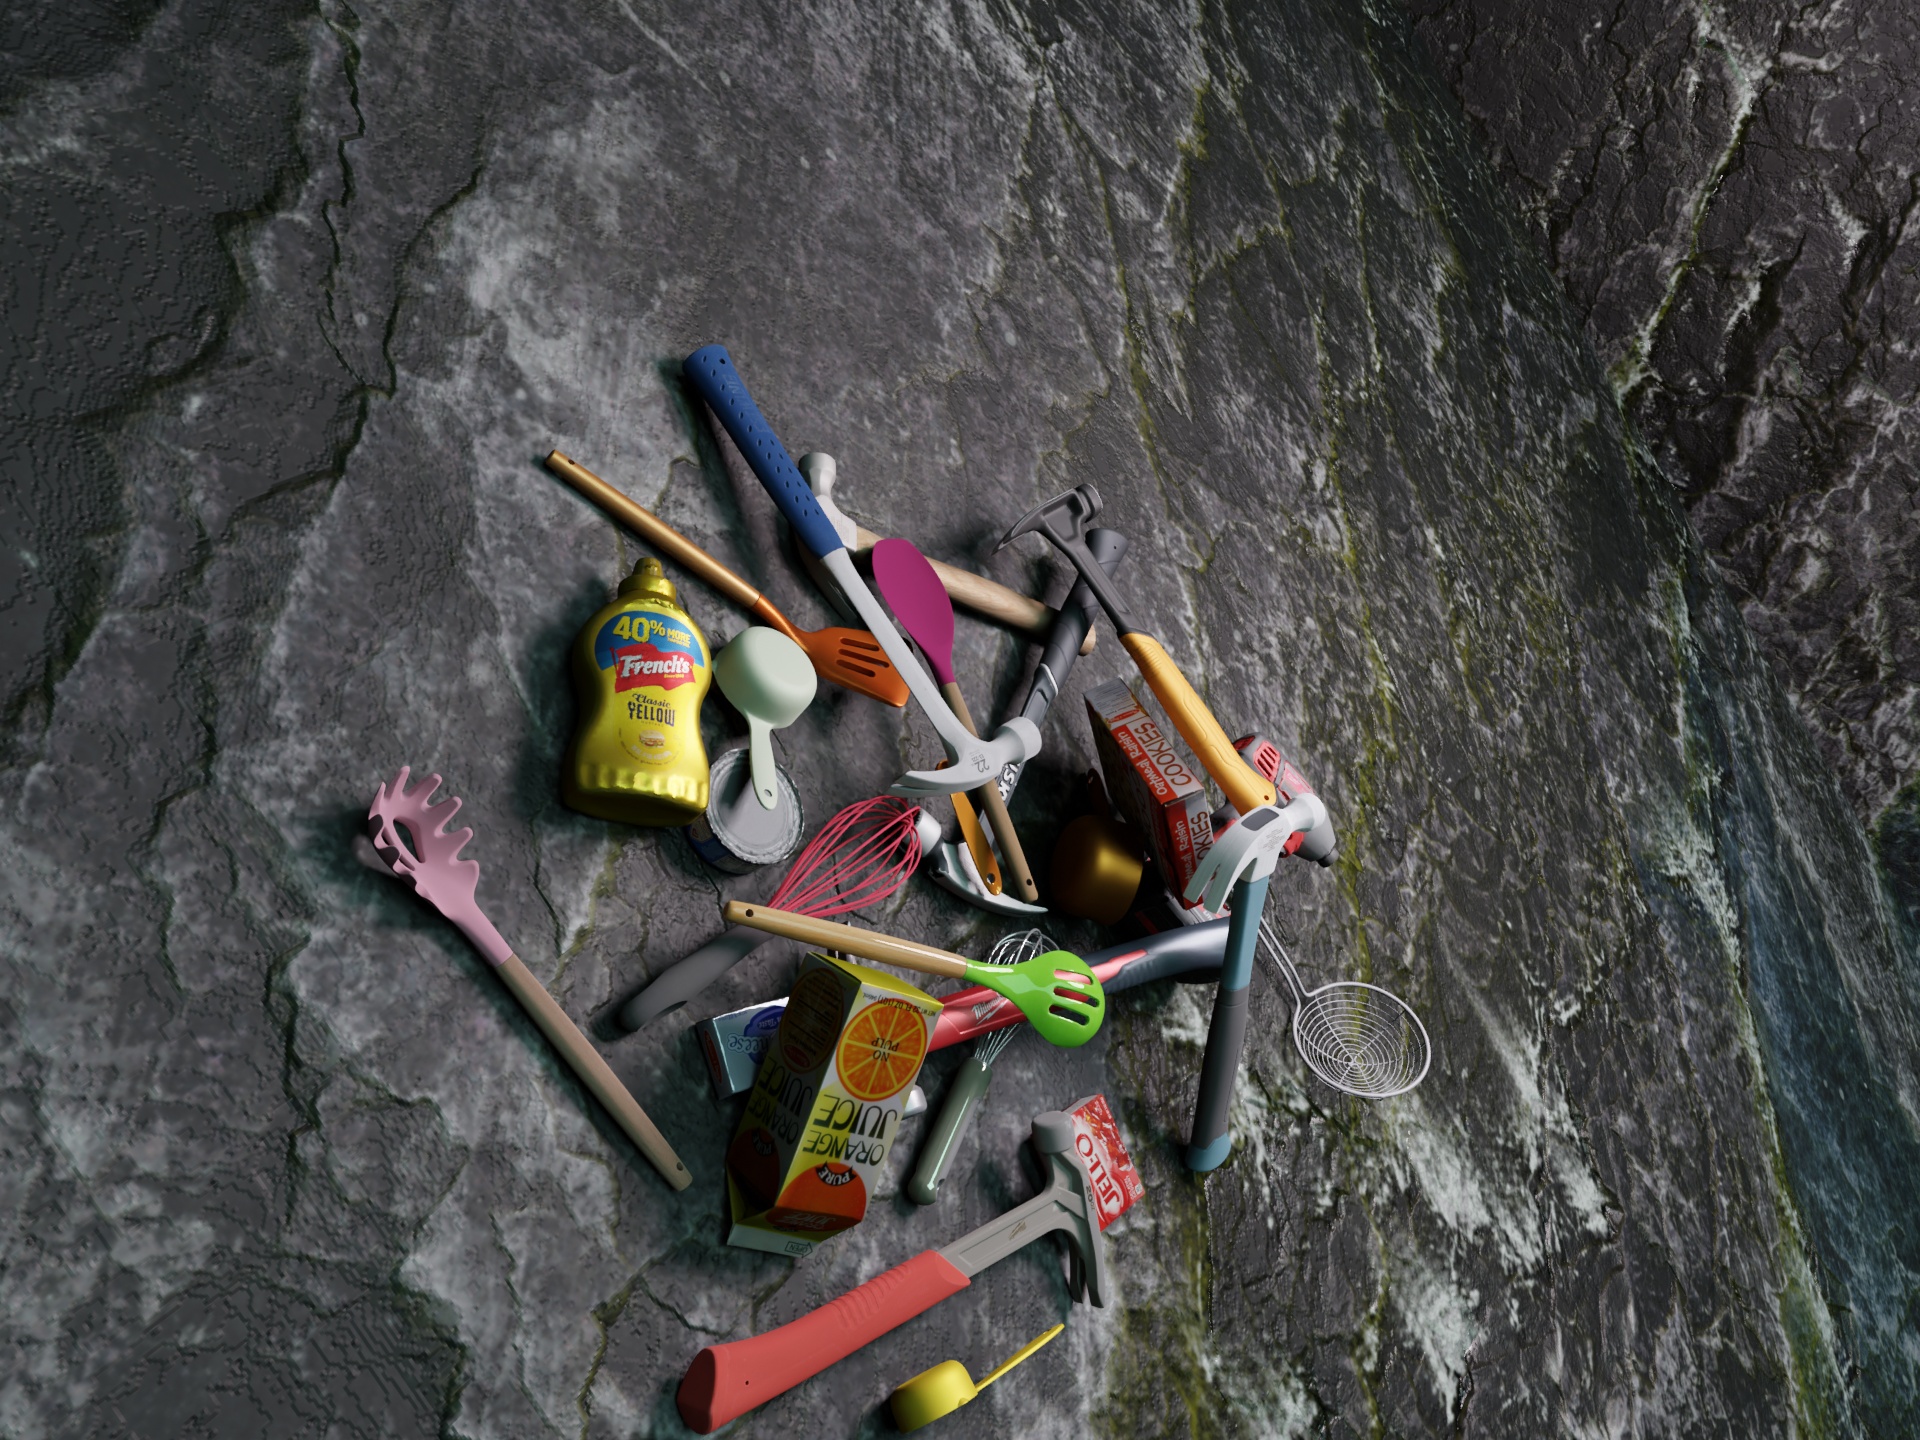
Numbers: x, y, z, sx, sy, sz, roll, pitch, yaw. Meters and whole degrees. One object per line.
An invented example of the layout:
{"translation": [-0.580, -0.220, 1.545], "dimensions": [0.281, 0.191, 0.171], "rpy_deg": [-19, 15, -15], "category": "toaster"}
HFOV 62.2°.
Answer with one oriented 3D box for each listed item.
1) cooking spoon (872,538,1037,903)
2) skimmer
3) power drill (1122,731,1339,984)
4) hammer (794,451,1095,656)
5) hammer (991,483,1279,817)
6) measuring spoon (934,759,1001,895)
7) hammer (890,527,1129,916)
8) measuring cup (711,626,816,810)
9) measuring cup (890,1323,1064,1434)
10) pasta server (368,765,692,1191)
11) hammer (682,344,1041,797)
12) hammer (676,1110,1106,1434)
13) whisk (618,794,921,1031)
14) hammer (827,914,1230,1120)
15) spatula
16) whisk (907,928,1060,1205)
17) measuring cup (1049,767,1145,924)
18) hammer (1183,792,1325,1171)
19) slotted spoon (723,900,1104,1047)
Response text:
{"translation": [-0.002, -0.004, 1.267], "dimensions": [0.068, 0.017, 0.319], "rpy_deg": [-8, 71, -42], "category": "cooking spoon"}
{"translation": [0.302, 0.191, 1.478], "dimensions": [0.127, 0.090, 0.363], "rpy_deg": [-38, 97, -34], "category": "skimmer"}
{"translation": [0.248, 0.126, 1.422], "dimensions": [0.143, 0.078, 0.220], "rpy_deg": [49, 59, -7], "category": "power drill"}
{"translation": [-0.005, -0.115, 1.373], "dimensions": [0.331, 0.031, 0.130], "rpy_deg": [20, 57, -38], "category": "hammer"}
{"translation": [0.163, -0.049, 1.385], "dimensions": [0.127, 0.034, 0.337], "rpy_deg": [-33, 86, -40], "category": "hammer"}
{"translation": [0.005, 0.085, 1.244], "dimensions": [0.021, 0.011, 0.117], "rpy_deg": [-30, 102, -40], "category": "measuring spoon"}
{"translation": [0.072, -0.016, 1.366], "dimensions": [0.149, 0.036, 0.409], "rpy_deg": [43, 53, -24], "category": "hammer"}
{"translation": [-0.135, -0.005, 1.145], "dimensions": [0.083, 0.038, 0.168], "rpy_deg": [28, 32, -31], "category": "measuring cup"}
{"translation": [0.014, 0.440, 1.092], "dimensions": [0.156, 0.062, 0.029], "rpy_deg": [-14, 69, -45], "category": "measuring cup"}
{"translation": [-0.259, 0.166, 0.977], "dimensions": [0.316, 0.040, 0.060], "rpy_deg": [55, 32, -11], "category": "pasta server"}
{"translation": [-0.097, -0.118, 1.226], "dimensions": [0.144, 0.035, 0.405], "rpy_deg": [-26, 79, -43], "category": "hammer"}
{"translation": [-0.033, 0.394, 1.077], "dimensions": [0.359, 0.037, 0.149], "rpy_deg": [-13, 94, -44], "category": "hammer"}
{"translation": [-0.124, 0.133, 1.114], "dimensions": [0.296, 0.073, 0.073], "rpy_deg": [-34, 95, -43], "category": "whisk"}
{"translation": [0.077, 0.187, 1.222], "dimensions": [0.386, 0.038, 0.143], "rpy_deg": [-10, 74, -36], "category": "hammer"}
{"translation": [-0.170, -0.110, 1.201], "dimensions": [0.322, 0.041, 0.081], "rpy_deg": [35, 37, -25], "category": "spatula"}
{"translation": [0.017, 0.256, 1.200], "dimensions": [0.059, 0.057, 0.246], "rpy_deg": [18, 51, 13], "category": "whisk"}
{"translation": [0.106, 0.095, 1.357], "dimensions": [0.052, 0.095, 0.174], "rpy_deg": [15, 37, -20], "category": "measuring cup"}
{"translation": [0.220, 0.222, 1.279], "dimensions": [0.128, 0.033, 0.330], "rpy_deg": [-17, 121, -39], "category": "hammer"}
{"translation": [-0.021, 0.171, 1.117], "dimensions": [0.313, 0.031, 0.070], "rpy_deg": [19, 67, -26], "category": "slotted spoon"}
